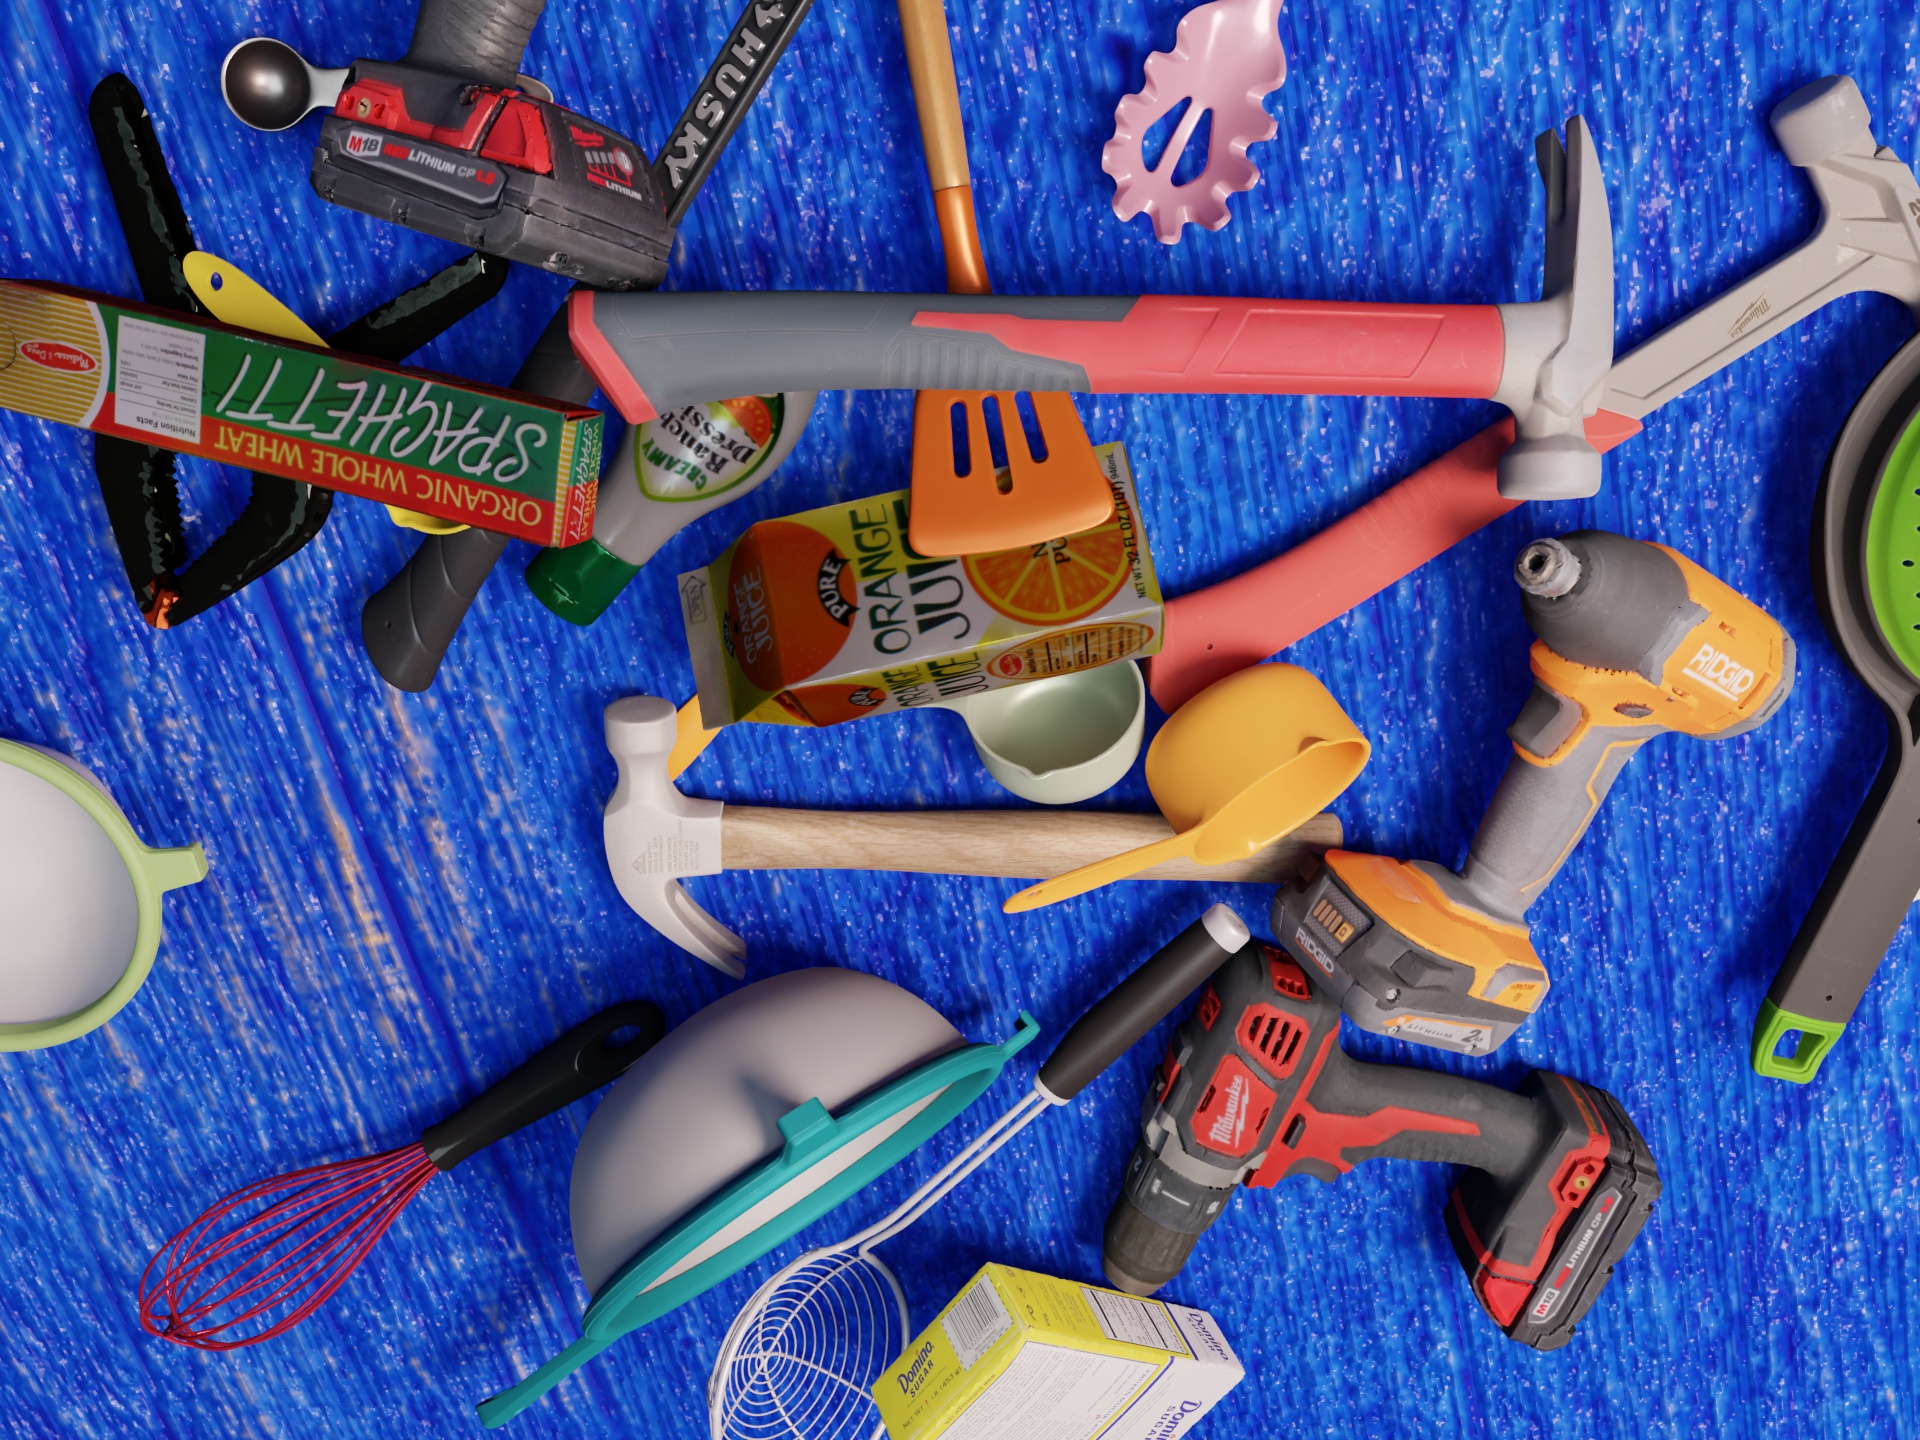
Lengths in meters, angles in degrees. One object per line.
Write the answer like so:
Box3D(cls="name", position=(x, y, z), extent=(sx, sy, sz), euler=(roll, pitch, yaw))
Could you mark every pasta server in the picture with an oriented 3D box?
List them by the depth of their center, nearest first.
Box3D(cls="pasta server", position=(0.143, -0.326, 0.583), extent=(0.060, 0.040, 0.316), euler=(26, 106, -9))

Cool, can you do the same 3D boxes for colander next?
Box3D(cls="colander", position=(0.434, 0.000, 0.646), extent=(0.204, 0.095, 0.397), euler=(13, 110, -7))

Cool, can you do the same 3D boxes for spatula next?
Box3D(cls="spatula", position=(-0.007, -0.225, 0.596), extent=(0.081, 0.041, 0.322), euler=(-10, 102, 3))

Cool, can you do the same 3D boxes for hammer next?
Box3D(cls="hammer", position=(0.055, -0.153, 0.580), extent=(0.386, 0.038, 0.143), euler=(-1, 93, -10))
Box3D(cls="hammer", position=(-0.124, -0.172, 0.608), extent=(0.149, 0.036, 0.409), euler=(45, 112, 20))
Box3D(cls="hammer", position=(0.237, -0.102, 0.668), extent=(0.359, 0.037, 0.149), euler=(-32, 107, 10))
Box3D(cls="hammer", position=(0.007, 0.058, 0.721), extent=(0.331, 0.031, 0.130), euler=(2, 114, -3))

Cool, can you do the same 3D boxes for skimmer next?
Box3D(cls="skimmer", position=(0.014, 0.234, 0.748), extent=(0.363, 0.090, 0.127), euler=(-46, 137, 17))

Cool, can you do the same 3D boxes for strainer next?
Box3D(cls="strainer", position=(-0.447, 0.106, 0.713), extent=(0.151, 0.069, 0.256), euler=(31, 107, -14))
Box3D(cls="strainer", position=(-0.135, 0.212, 0.729), extent=(0.340, 0.211, 0.095), euler=(-42, 73, 24))

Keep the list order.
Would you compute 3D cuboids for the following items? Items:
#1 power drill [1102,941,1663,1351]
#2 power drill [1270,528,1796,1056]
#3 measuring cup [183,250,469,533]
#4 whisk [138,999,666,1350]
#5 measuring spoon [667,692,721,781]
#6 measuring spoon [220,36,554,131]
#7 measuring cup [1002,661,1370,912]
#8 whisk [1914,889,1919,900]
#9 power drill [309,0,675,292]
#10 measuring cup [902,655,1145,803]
Box3D(cls="power drill", position=(0.191, 0.223, 0.767), extent=(0.226, 0.080, 0.188), euler=(21, 108, -5))
Box3D(cls="power drill", position=(0.232, 0.026, 0.666), extent=(0.164, 0.084, 0.226), euler=(19, 111, -39))
Box3D(cls="measuring cup", position=(-0.234, -0.132, 0.614), extent=(0.156, 0.029, 0.062), euler=(39, 111, 5))
Box3D(cls="whisk", position=(-0.268, 0.217, 0.767), extent=(0.296, 0.073, 0.073), euler=(-32, 108, 3))
Box3D(cls="measuring spoon", position=(-0.114, -0.002, 0.710), extent=(0.021, 0.011, 0.117), euler=(41, 104, -14))
Box3D(cls="measuring spoon", position=(-0.222, -0.245, 0.621), extent=(0.124, 0.018, 0.034), euler=(0, 102, -8))
Box3D(cls="measuring cup", position=(0.084, 0.029, 0.656), extent=(0.173, 0.052, 0.095), euler=(-19, 152, -19))
Box3D(cls="whisk", position=(0.533, 0.030, 0.721), extent=(0.246, 0.057, 0.059), euler=(-25, 74, 11))
Box3D(cls="power drill", position=(-0.134, -0.268, 0.545), extent=(0.143, 0.078, 0.219), euler=(22, 102, 25))
Box3D(cls="measuring cup", position=(-0.001, -0.002, 0.695), extent=(0.167, 0.083, 0.038), euler=(3, 145, 17))
